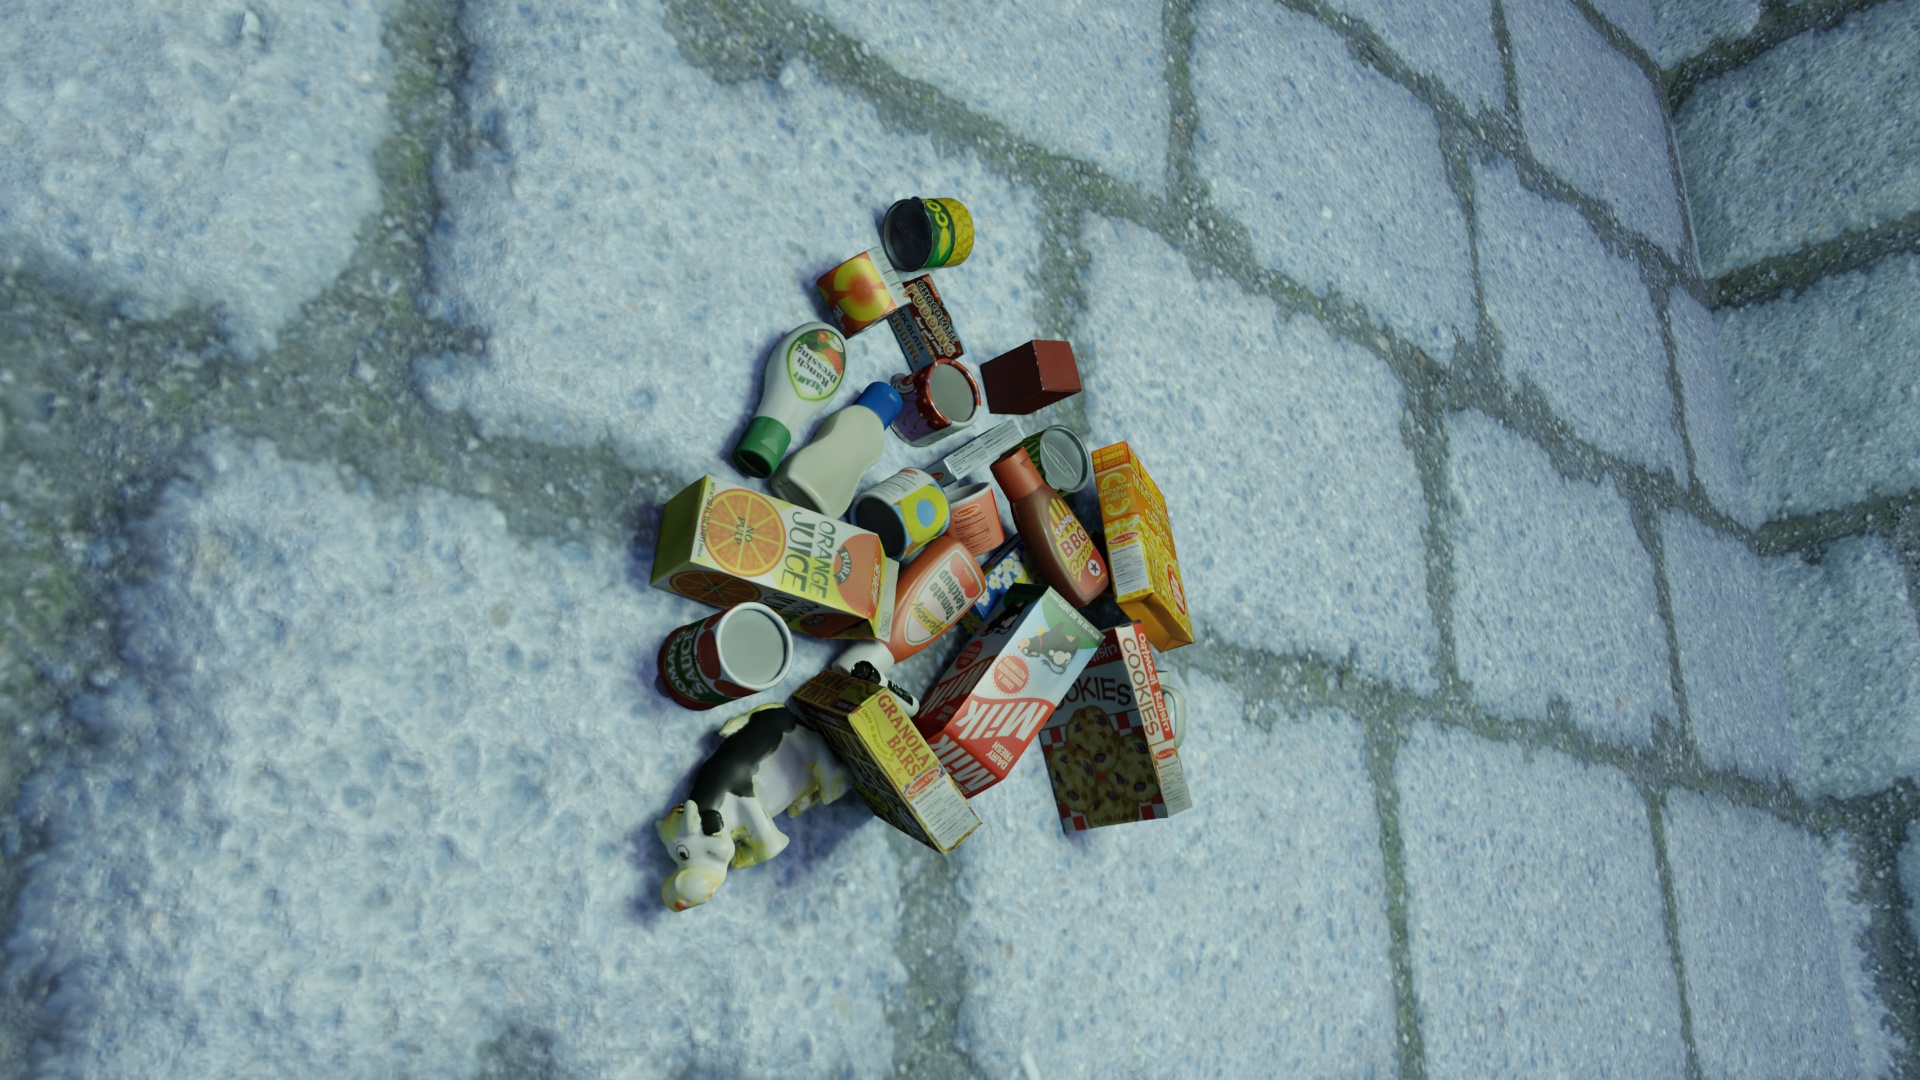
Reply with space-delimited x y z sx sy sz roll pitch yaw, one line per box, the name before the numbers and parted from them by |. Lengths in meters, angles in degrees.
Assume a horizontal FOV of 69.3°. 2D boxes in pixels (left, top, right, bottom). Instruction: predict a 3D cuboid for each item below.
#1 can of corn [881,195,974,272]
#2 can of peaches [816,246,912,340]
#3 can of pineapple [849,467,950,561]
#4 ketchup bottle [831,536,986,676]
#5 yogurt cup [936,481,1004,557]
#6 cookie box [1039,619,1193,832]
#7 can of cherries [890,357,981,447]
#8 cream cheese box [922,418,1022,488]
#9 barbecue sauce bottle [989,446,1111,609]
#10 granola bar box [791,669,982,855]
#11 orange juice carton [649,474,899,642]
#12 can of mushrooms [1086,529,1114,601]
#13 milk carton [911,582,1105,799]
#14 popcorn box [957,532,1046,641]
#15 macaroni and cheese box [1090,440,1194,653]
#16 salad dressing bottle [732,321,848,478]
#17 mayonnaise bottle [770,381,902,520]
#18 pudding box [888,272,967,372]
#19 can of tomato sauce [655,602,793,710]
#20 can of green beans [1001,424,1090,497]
can of corn | -0.029 -0.286 1.286 0.058 0.071 0.071 -17 87 -45
can of peaches | -0.087 -0.216 1.214 0.071 0.071 0.058 -36 100 -43
can of pineapple | -0.051 -0.020 1.175 0.058 0.071 0.071 -33 98 -43
ketchup bottle | -0.044 0.065 1.147 0.149 0.043 0.064 -45 122 -26
yogurt cup | 0.004 -0.015 1.225 0.073 0.072 0.054 -32 105 -43
cookie box | 0.127 0.165 1.227 0.040 0.122 0.167 -8 80 -44
can of cherries | -0.025 -0.125 1.240 0.071 0.058 0.071 15 66 -38
cream cheese box | 0.006 -0.074 1.253 0.104 0.053 0.024 -35 97 -43
barbecue sauce bottle | 0.078 -0.012 1.247 0.148 0.043 0.065 58 41 -9
granola bar box | -0.060 0.161 1.036 0.039 0.165 0.124 -37 101 -17
orange juice carton | -0.132 0.021 1.072 0.193 0.072 0.072 20 62 -29
can of mushrooms | 0.130 0.026 1.342 0.071 0.033 0.071 16 65 -38
milk carton | 0.029 0.131 1.161 0.072 0.073 0.191 42 74 -18
popcorn box | 0.052 0.053 1.260 0.127 0.038 0.085 -42 105 -42
macaroni and cheese box | 0.172 0.006 1.320 0.123 0.040 0.167 46 31 -52
salad dressing bottle | -0.141 -0.116 1.144 0.064 0.044 0.148 40 53 -23
mayonnaise bottle | -0.098 -0.078 1.171 0.064 0.041 0.149 50 48 -18
pudding box | -0.034 -0.198 1.277 0.050 0.030 0.083 -29 95 -45
can of tomato sauce | -0.173 0.085 1.016 0.071 0.083 0.071 16 65 -38
can of green beans | 0.079 -0.070 1.313 0.071 0.057 0.071 16 65 -38
